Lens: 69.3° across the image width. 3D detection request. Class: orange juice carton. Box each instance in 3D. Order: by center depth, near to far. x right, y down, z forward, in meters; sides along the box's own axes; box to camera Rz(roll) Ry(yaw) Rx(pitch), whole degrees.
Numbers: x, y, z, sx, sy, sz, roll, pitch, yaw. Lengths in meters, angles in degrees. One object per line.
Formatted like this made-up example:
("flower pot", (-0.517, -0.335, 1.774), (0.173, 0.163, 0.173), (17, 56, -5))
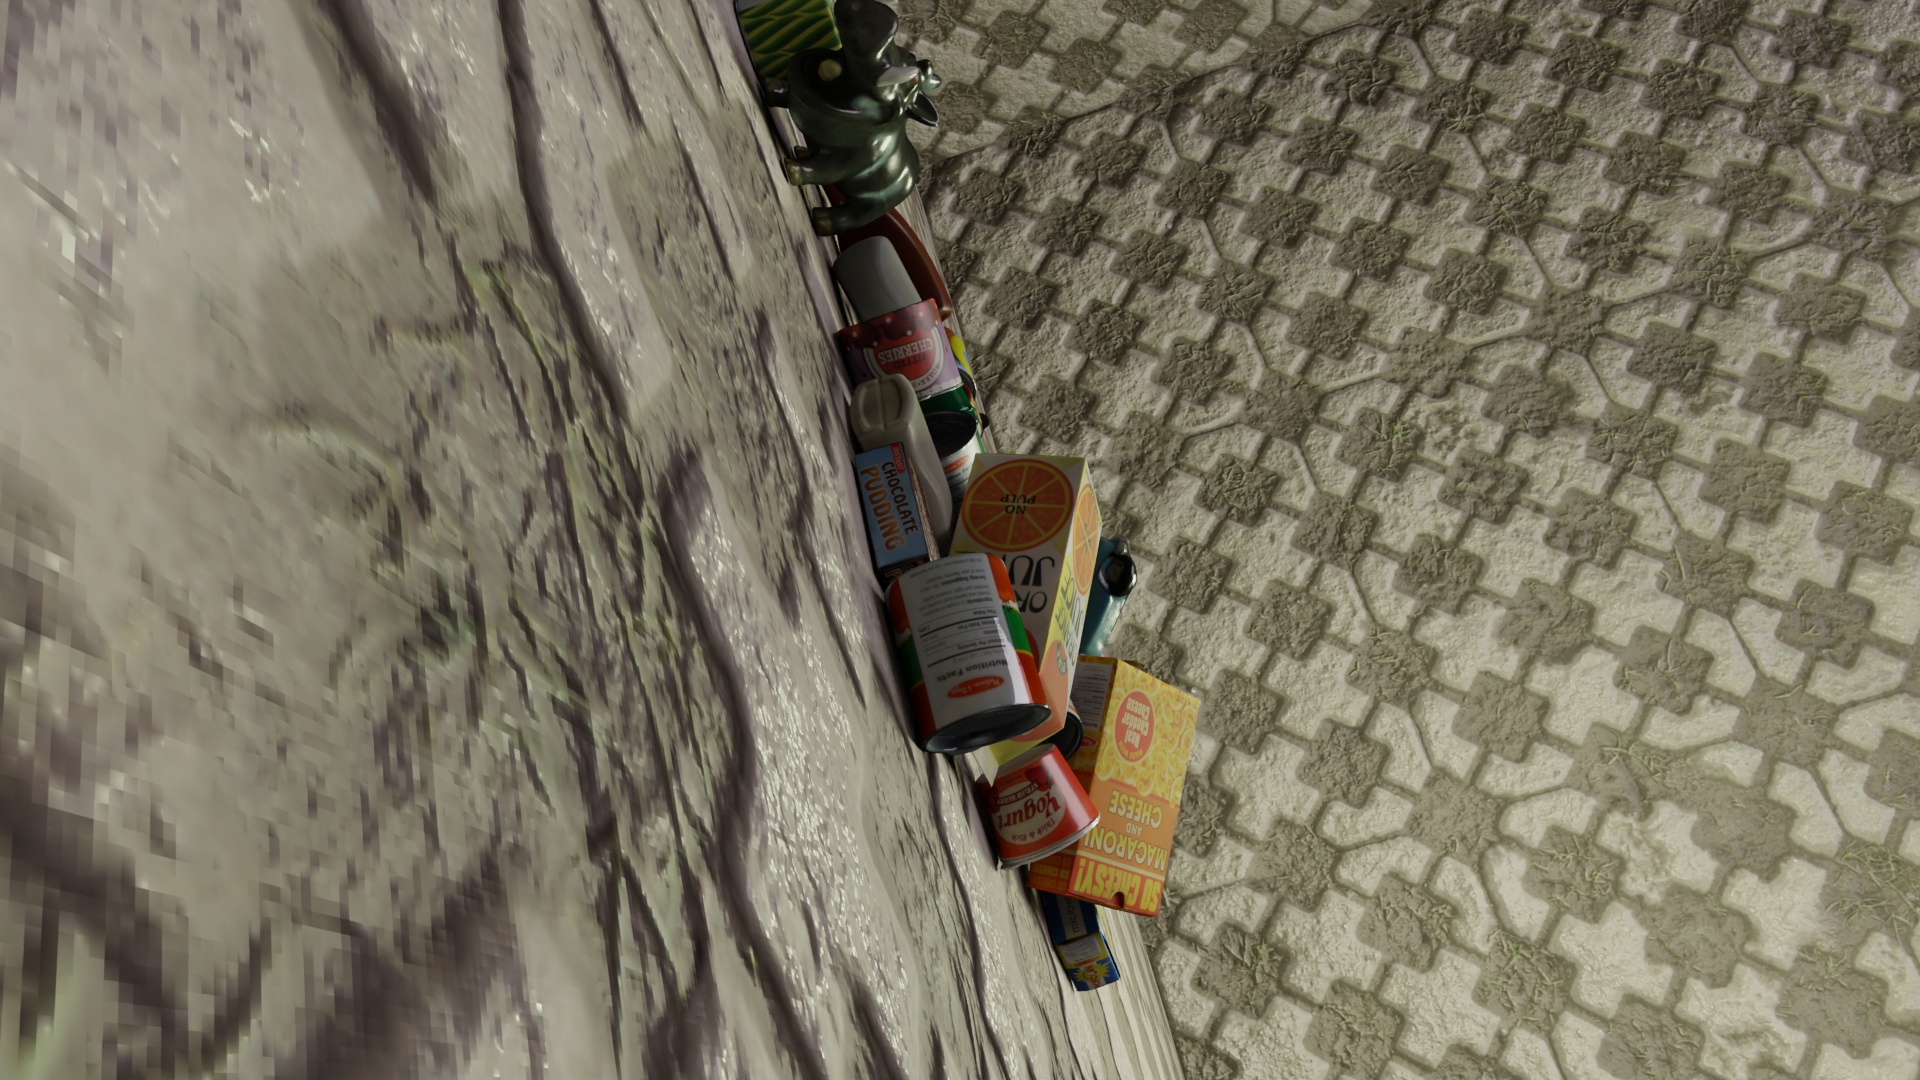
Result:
("orange juice carton", (0.030, 0.045, 0.824), (0.071, 0.073, 0.193), (68, 30, -52))

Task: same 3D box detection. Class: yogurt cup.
("yogurt cup", (0.045, 0.160, 0.852), (0.072, 0.072, 0.054), (-19, 83, -86))

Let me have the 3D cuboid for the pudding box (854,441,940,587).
("pudding box", (-0.032, -0.006, 0.756), (0.049, 0.030, 0.084), (69, 6, -52))

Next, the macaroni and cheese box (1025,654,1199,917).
("macaroni and cheese box", (0.114, 0.179, 1.005), (0.123, 0.040, 0.167), (29, 69, -46))

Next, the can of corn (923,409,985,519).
("can of corn", (-0.014, -0.045, 0.912), (0.071, 0.071, 0.058), (-101, 173, -57))

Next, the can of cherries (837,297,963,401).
("can of cherries", (-0.038, -0.115, 0.874), (0.071, 0.071, 0.058), (-83, 155, -80))

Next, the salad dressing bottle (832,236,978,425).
("salad dressing bottle", (-0.036, -0.137, 0.960), (0.148, 0.044, 0.064), (62, 16, 8))

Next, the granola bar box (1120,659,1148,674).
("granola bar box", (0.130, 0.183, 1.133), (0.124, 0.039, 0.165), (21, 71, -85))

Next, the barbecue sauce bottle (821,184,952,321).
("barbecue sauce bottle", (-0.064, -0.224, 1.051), (0.148, 0.065, 0.044), (64, 11, 6))

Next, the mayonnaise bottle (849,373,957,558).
("mayonnaise bottle", (-0.027, -0.026, 0.844), (0.065, 0.041, 0.147), (-100, 173, -50))

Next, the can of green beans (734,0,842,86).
("can of green beans", (-0.108, -0.329, 0.905), (0.071, 0.058, 0.071), (-22, 94, -86))

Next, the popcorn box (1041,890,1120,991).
("popcorn box", (0.086, 0.272, 1.079), (0.085, 0.038, 0.127), (67, 7, -46))

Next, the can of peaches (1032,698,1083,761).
("can of peaches", (0.043, 0.120, 0.960), (0.058, 0.071, 0.071), (-111, 180, -48))

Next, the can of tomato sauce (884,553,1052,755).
("can of tomato sauce", (0.002, 0.058, 0.700), (0.071, 0.071, 0.083), (63, 10, -68))

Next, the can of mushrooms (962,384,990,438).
("can of mushrooms", (-0.017, -0.086, 1.006), (0.071, 0.071, 0.033), (-103, 172, -49))

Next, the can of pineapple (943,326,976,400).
("can of pineapple", (-0.025, -0.137, 1.138), (0.058, 0.071, 0.070), (-104, 175, -45))
